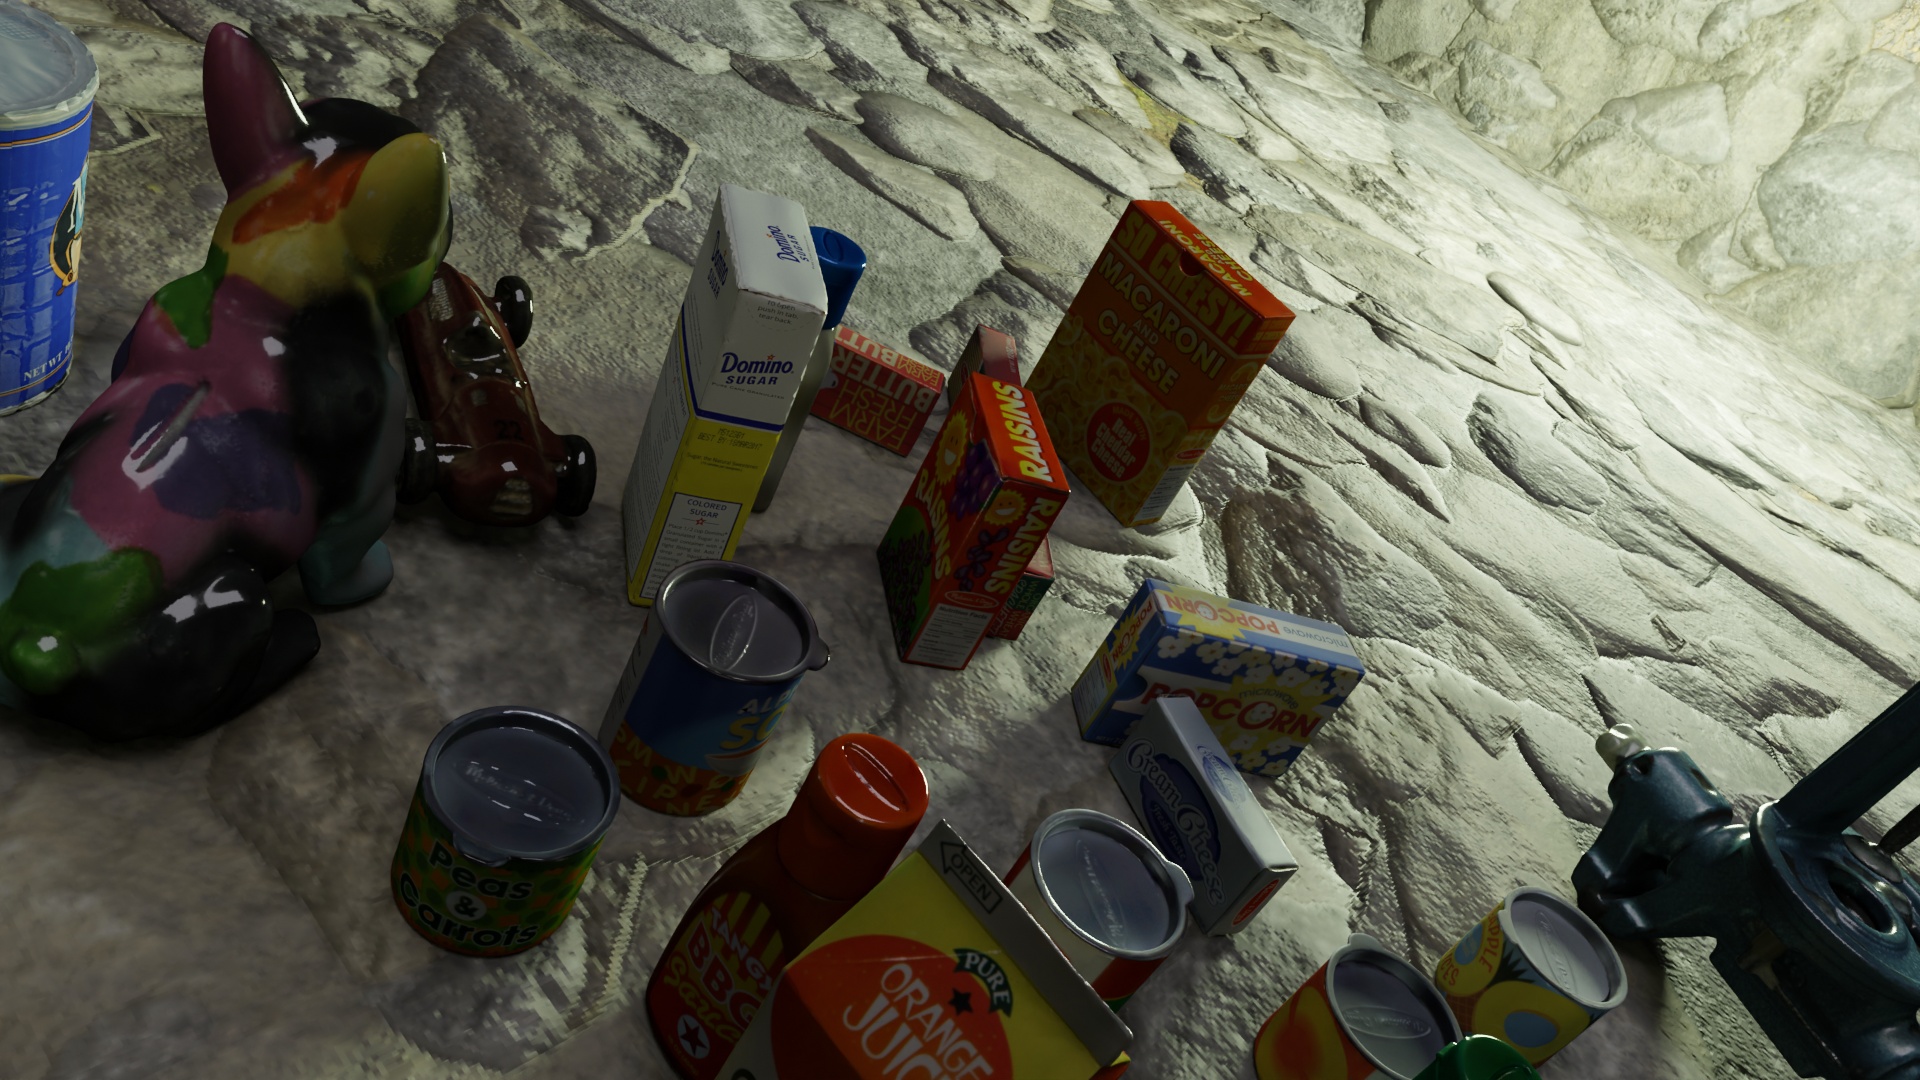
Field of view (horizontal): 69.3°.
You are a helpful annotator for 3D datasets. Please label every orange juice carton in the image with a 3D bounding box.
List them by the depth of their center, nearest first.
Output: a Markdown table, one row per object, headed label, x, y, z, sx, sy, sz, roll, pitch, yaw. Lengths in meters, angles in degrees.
| label | x | y | z | sx | sy | sz | roll | pitch | yaw |
| --- | --- | --- | --- | --- | --- | --- | --- | --- | --- |
| orange juice carton | -0.021 | 0.162 | 0.388 | 0.072 | 0.191 | 0.073 | 46 | 36 | 23 |

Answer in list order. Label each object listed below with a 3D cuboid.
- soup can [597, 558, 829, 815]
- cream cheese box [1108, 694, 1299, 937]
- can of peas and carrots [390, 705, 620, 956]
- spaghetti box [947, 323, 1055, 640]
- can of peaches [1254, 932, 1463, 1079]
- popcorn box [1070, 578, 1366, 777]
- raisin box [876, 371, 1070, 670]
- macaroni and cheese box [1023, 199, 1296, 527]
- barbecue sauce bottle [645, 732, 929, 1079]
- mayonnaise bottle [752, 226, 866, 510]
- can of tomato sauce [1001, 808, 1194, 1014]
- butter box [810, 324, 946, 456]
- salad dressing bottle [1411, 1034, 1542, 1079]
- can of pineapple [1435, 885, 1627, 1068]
| label | x | y | z | sx | sy | sz | roll | pitch | yaw |
| --- | --- | --- | --- | --- | --- | --- | --- | --- | --- |
| soup can | -0.100 | 0.061 | 0.560 | 0.071 | 0.083 | 0.072 | 20 | 34 | -14 |
| cream cheese box | 0.112 | 0.129 | 0.658 | 0.024 | 0.053 | 0.104 | 4 | 41 | -34 |
| can of peas and carrots | -0.159 | 0.103 | 0.483 | 0.071 | 0.058 | 0.071 | 20 | 34 | -14 |
| spaghetti box | 0.020 | -0.042 | 0.819 | 0.029 | 0.050 | 0.251 | 18 | 35 | -18 |
| can of peaches | 0.166 | 0.212 | 0.584 | 0.071 | 0.057 | 0.071 | 20 | 34 | -14 |
| popcorn box | 0.133 | 0.073 | 0.719 | 0.127 | 0.084 | 0.038 | 14 | 36 | -22 |
| raisin box | 0.002 | -0.009 | 0.695 | 0.040 | 0.122 | 0.086 | 14 | 36 | -23 |
| macaroni and cheese box | 0.117 | -0.111 | 0.877 | 0.040 | 0.165 | 0.124 | -10 | 50 | -45 |
| barbecue sauce bottle | -0.055 | 0.124 | 0.453 | 0.065 | 0.147 | 0.044 | 45 | 36 | 21 |
| mayonnaise bottle | -0.091 | -0.088 | 0.707 | 0.041 | 0.147 | 0.065 | 12 | 37 | -25 |
| can of tomato sauce | 0.040 | 0.156 | 0.541 | 0.071 | 0.082 | 0.071 | 20 | 34 | -14 |
| butter box | -0.066 | -0.095 | 0.821 | 0.103 | 0.052 | 0.024 | 24 | 33 | -8 |
| salad dressing bottle | 0.139 | 0.222 | 0.469 | 0.064 | 0.147 | 0.044 | -9 | 49 | -44 |
| can of pineapple | 0.271 | 0.209 | 0.667 | 0.071 | 0.057 | 0.071 | 20 | 34 | -14 |
